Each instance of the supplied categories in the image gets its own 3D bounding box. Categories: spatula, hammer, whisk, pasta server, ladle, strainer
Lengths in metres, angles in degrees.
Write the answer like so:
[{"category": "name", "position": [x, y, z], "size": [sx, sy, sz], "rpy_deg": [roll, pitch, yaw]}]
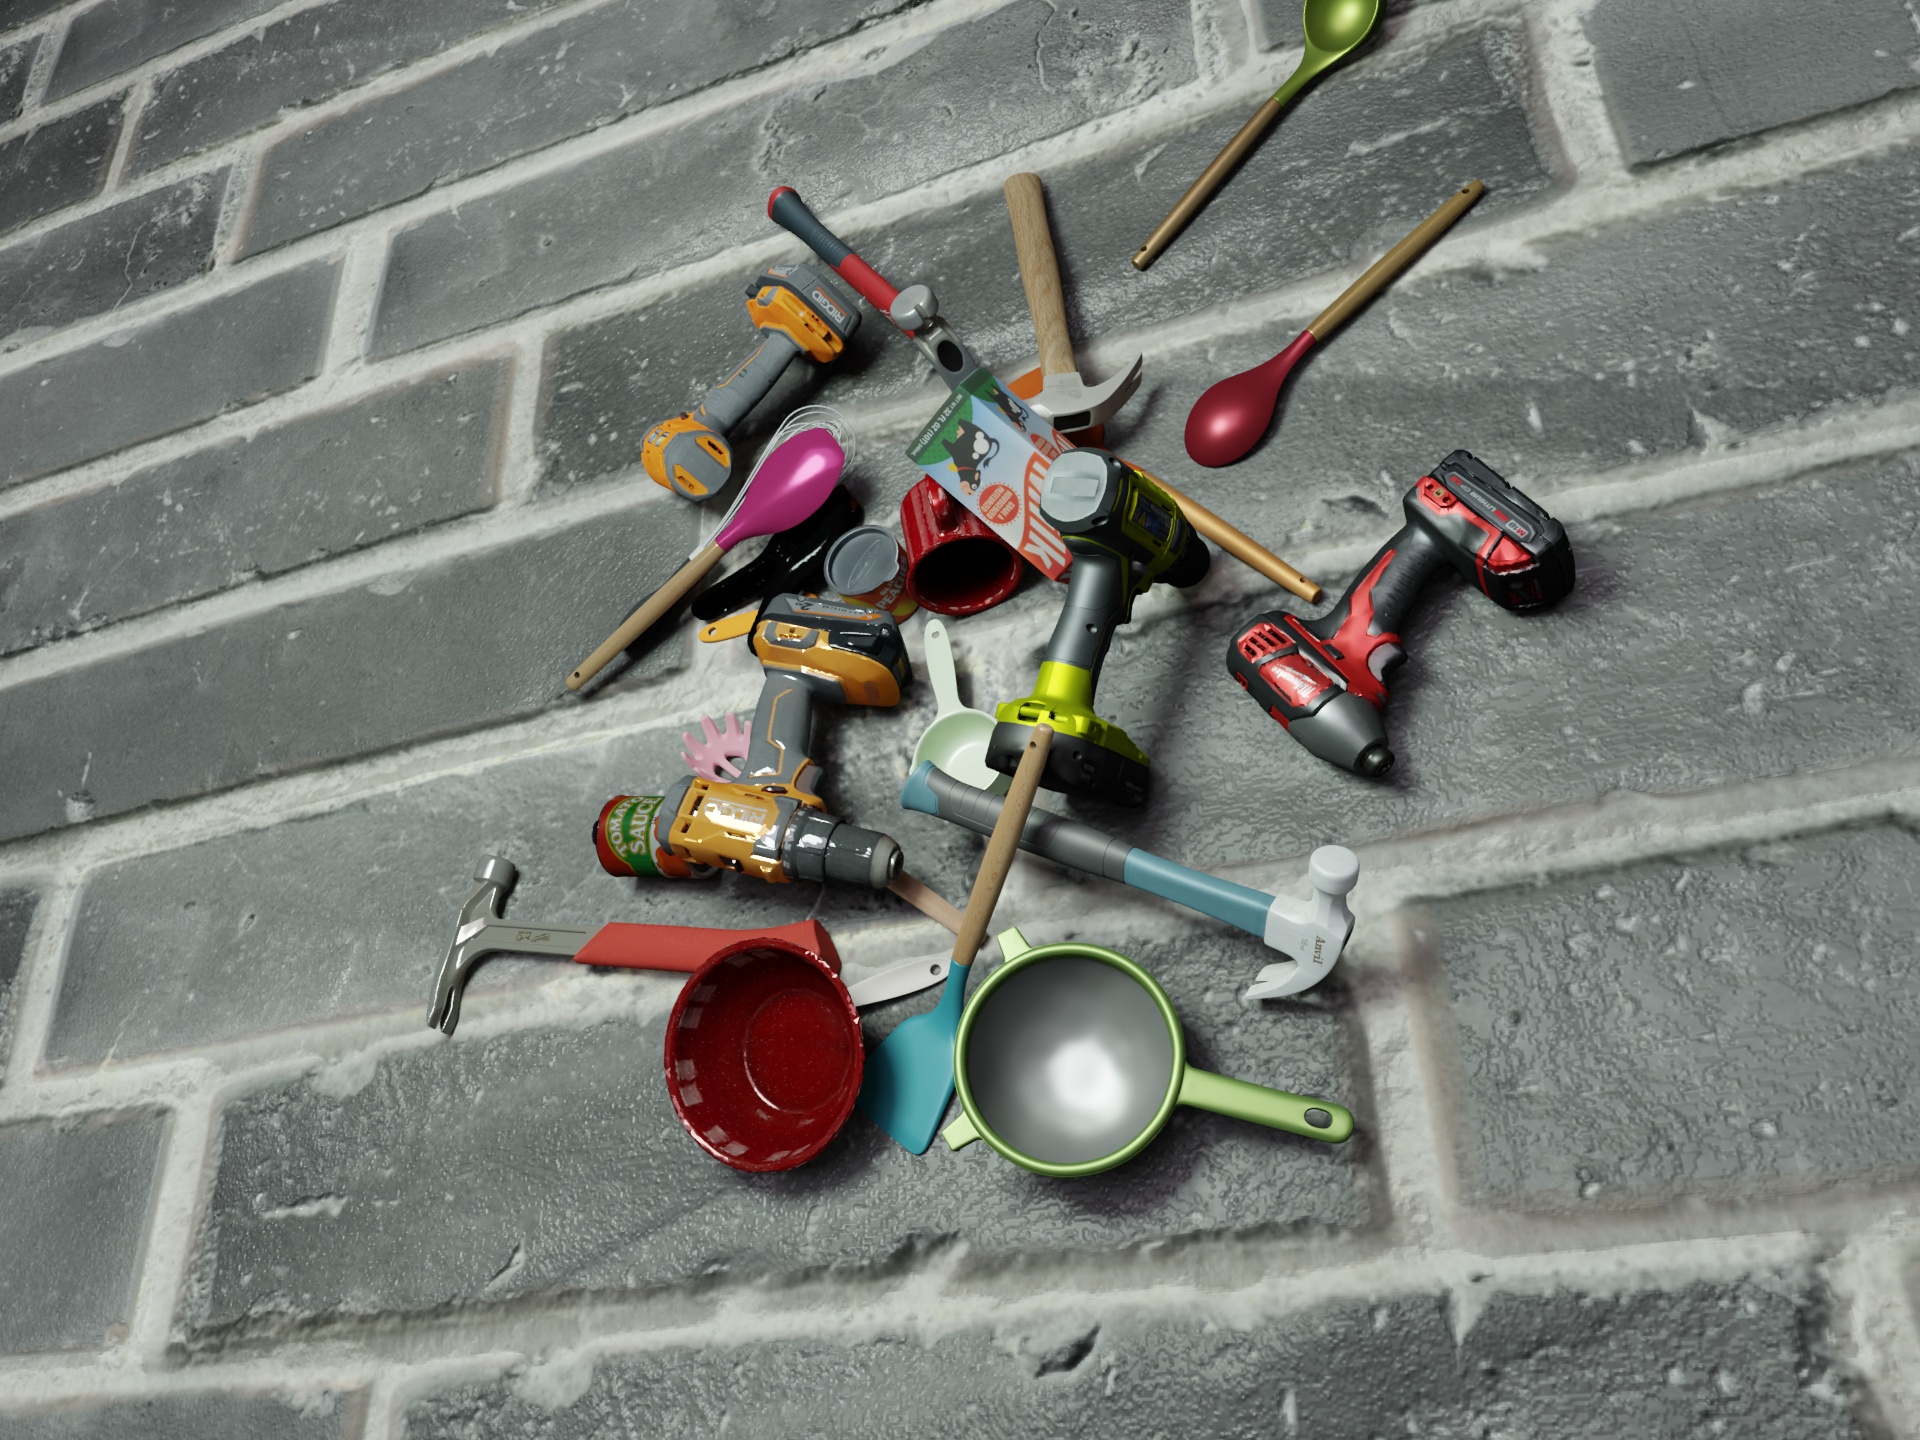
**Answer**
[{"category": "spatula", "position": [0.003, 0.144, 1.079], "size": [0.082, 0.044, 0.317], "rpy_deg": [34, 117, 35]}, {"category": "hammer", "position": [0.101, 0.091, 1.063], "size": [0.331, 0.128, 0.033], "rpy_deg": [19, 41, 27]}, {"category": "spatula", "position": [0.157, -0.184, 1.240], "size": [0.081, 0.041, 0.323], "rpy_deg": [-34, 54, -23]}, {"category": "hammer", "position": [0.074, -0.362, 1.350], "size": [0.130, 0.031, 0.332], "rpy_deg": [-5, 52, -1]}, {"category": "hammer", "position": [-0.260, 0.186, 1.248], "size": [0.359, 0.036, 0.149], "rpy_deg": [0, 65, 26]}, {"category": "whisk", "position": [-0.203, -0.165, 1.391], "size": [0.284, 0.070, 0.070], "rpy_deg": [-44, 55, 4]}, {"category": "pasta server", "position": [-0.100, 0.084, 1.224], "size": [0.316, 0.040, 0.060], "rpy_deg": [31, 63, 33]}, {"category": "ladle", "position": [0.249, -0.517, 1.361], "size": [0.320, 0.062, 0.078], "rpy_deg": [-49, 53, -2]}, {"category": "strainer", "position": [0.124, 0.236, 1.031], "size": [0.256, 0.069, 0.151], "rpy_deg": [11, 69, 15]}, {"category": "ladle", "position": [0.296, -0.318, 1.255], "size": [0.315, 0.031, 0.069], "rpy_deg": [-43, 56, -2]}, {"category": "hammer", "position": [-0.084, -0.392, 1.441], "size": [0.038, 0.143, 0.387], "rpy_deg": [-39, 44, 1]}]

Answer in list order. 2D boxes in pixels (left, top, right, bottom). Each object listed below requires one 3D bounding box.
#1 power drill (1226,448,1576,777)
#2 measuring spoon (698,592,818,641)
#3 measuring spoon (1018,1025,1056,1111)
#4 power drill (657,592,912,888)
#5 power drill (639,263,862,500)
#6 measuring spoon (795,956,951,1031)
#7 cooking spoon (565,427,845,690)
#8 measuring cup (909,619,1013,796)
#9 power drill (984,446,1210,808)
[{"category": "power drill", "position": [0.304, -0.066, 1.091], "size": [0.219, 0.078, 0.143], "rpy_deg": [-41, 55, 4]}, {"category": "measuring spoon", "position": [-0.176, -0.089, 1.364], "size": [0.117, 0.011, 0.021], "rpy_deg": [-15, 59, 18]}, {"category": "measuring spoon", "position": [0.052, 0.218, 1.092], "size": [0.042, 0.021, 0.129], "rpy_deg": [11, 70, 29]}, {"category": "power drill", "position": [-0.106, 0.022, 1.210], "size": [0.185, 0.084, 0.226], "rpy_deg": [11, 60, 18]}, {"category": "power drill", "position": [-0.203, -0.302, 1.435], "size": [0.226, 0.084, 0.164], "rpy_deg": [-52, 28, -4]}, {"category": "measuring spoon", "position": [-0.061, 0.198, 1.164], "size": [0.124, 0.018, 0.034], "rpy_deg": [-19, 72, 8]}, {"category": "cooking spoon", "position": [-0.223, -0.132, 1.359], "size": [0.319, 0.017, 0.069], "rpy_deg": [-41, 72, 11]}, {"category": "measuring cup", "position": [-0.002, -0.004, 1.225], "size": [0.083, 0.038, 0.168], "rpy_deg": [-21, 56, 14]}, {"category": "power drill", "position": [0.107, -0.059, 1.130], "size": [0.080, 0.190, 0.228], "rpy_deg": [10, 83, 35]}]
